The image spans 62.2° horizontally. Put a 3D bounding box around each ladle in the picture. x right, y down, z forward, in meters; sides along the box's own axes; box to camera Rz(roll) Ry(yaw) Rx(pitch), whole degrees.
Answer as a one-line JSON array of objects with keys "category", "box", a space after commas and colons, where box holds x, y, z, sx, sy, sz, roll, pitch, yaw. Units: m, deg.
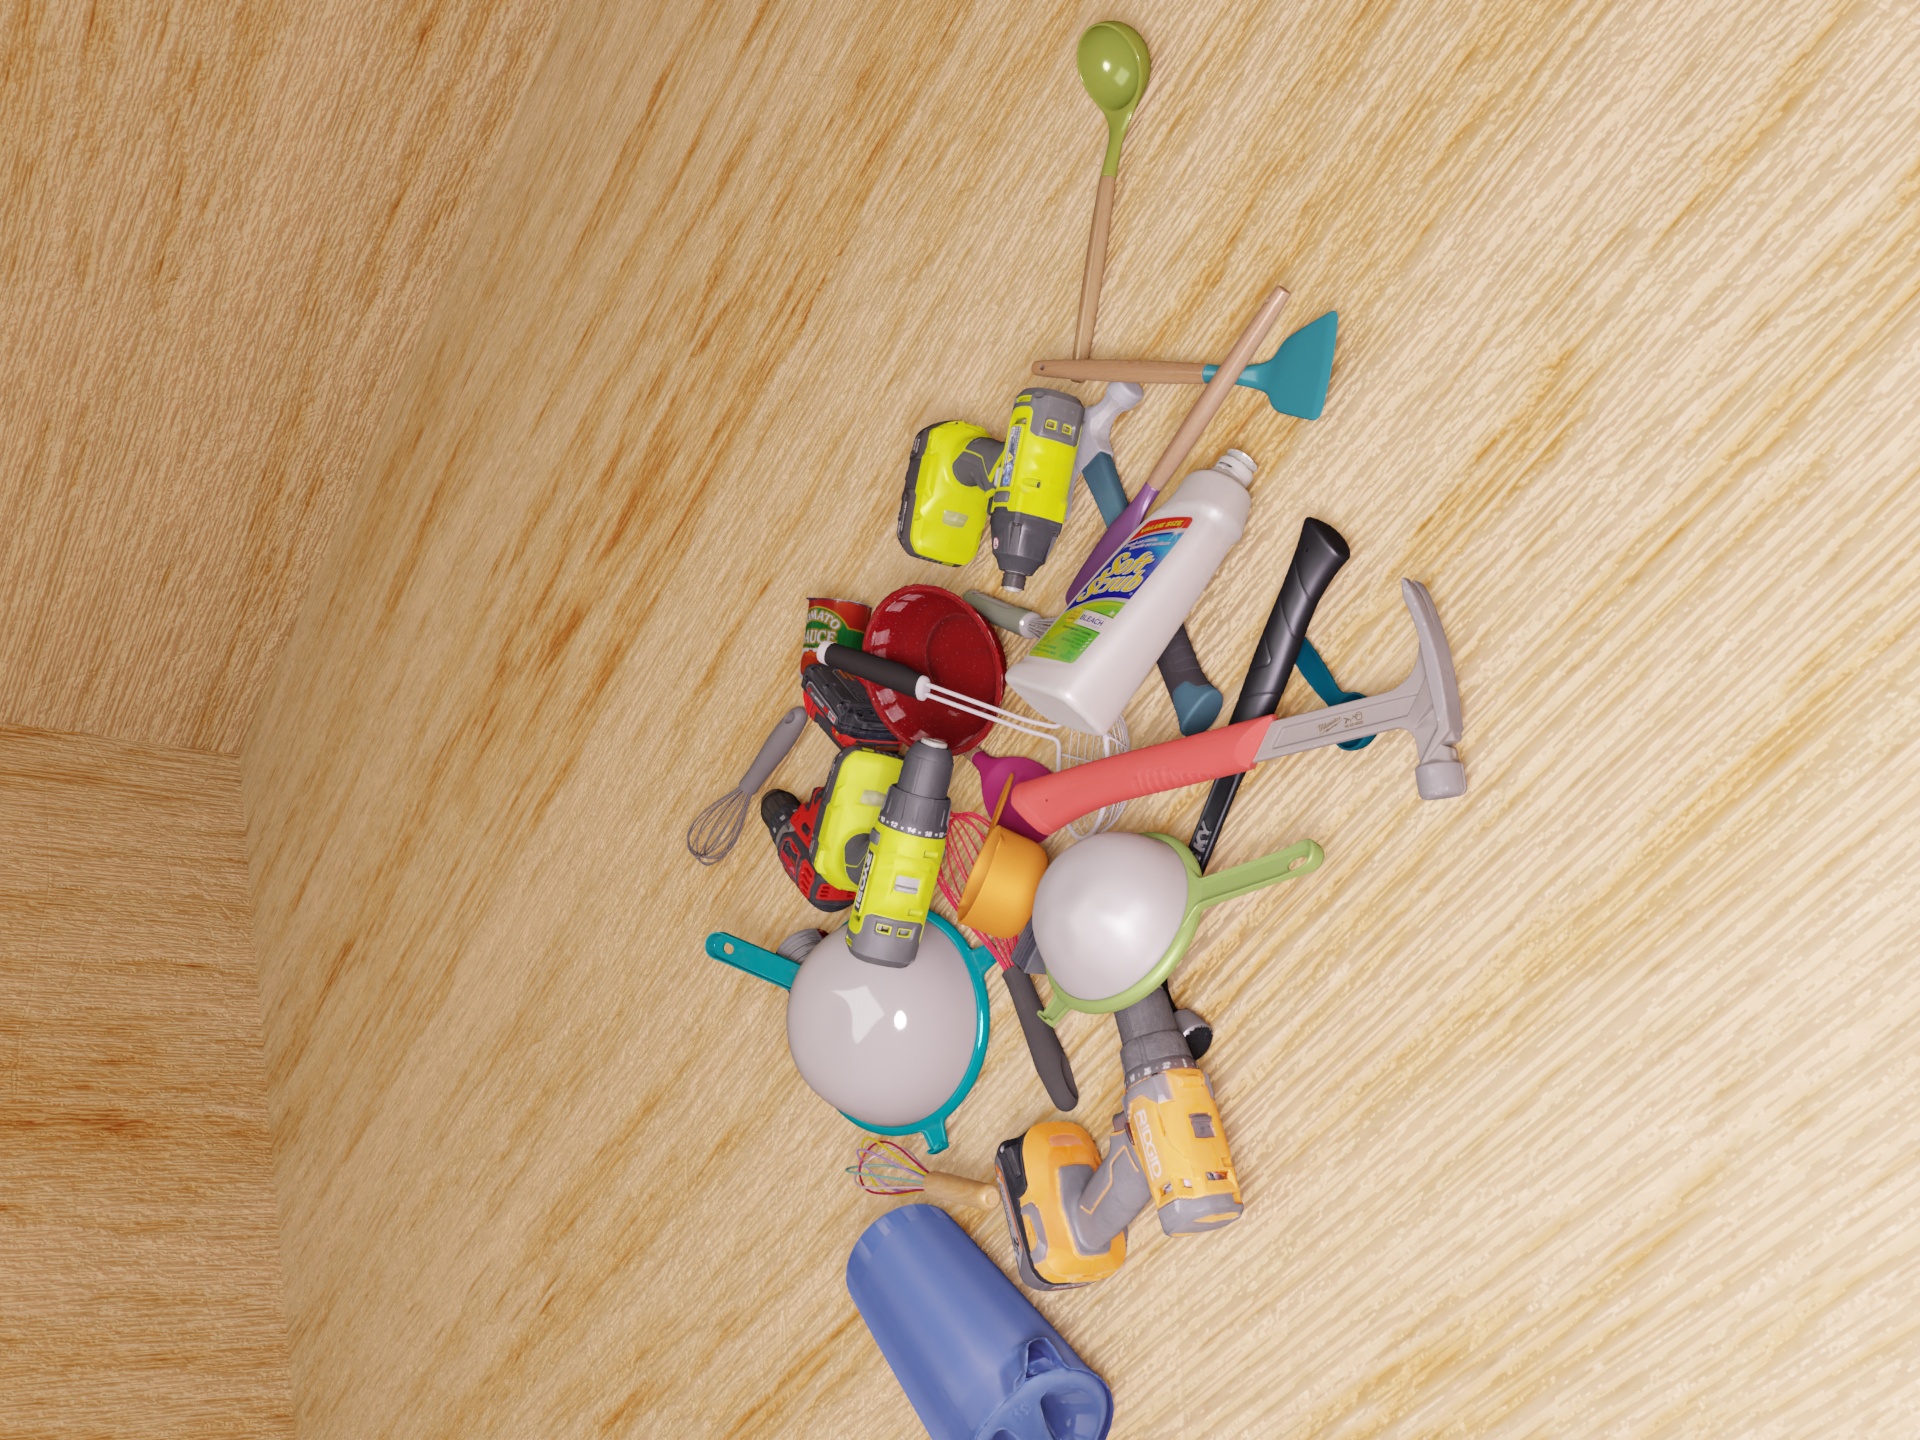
[{"category": "ladle", "box": [0.120, -0.467, 1.435, 0.078, 0.062, 0.320, 9, 91, 53]}]

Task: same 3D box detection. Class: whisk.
[{"category": "whisk", "box": [-0.236, 0.072, 1.766, 0.239, 0.055, 0.055, -52, 44, 24]}, {"category": "whisk", "box": [0.067, -0.083, 1.410, 0.246, 0.057, 0.059, 28, 109, 56]}, {"category": "whisk", "box": [0.040, 0.198, 1.364, 0.073, 0.073, 0.296, -46, 53, 35]}, {"category": "whisk", "box": [-0.035, 0.390, 1.360, 0.245, 0.051, 0.047, -16, 62, 61]}]

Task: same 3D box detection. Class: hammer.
[{"category": "hammer", "box": [0.148, -0.132, 1.328, 0.128, 0.033, 0.331, -44, 49, 36]}, {"category": "hammer", "box": [0.186, 0.015, 1.157, 0.359, 0.036, 0.149, -16, 75, 37]}, {"category": "hammer", "box": [0.200, 0.044, 1.202, 0.149, 0.036, 0.409, 37, 112, 51]}]

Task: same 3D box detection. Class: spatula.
[{"category": "spatula", "box": [0.175, -0.289, 1.301, 0.318, 0.044, 0.082, 13, 95, 42]}, {"category": "spatula", "box": [0.169, -0.208, 1.272, 0.315, 0.018, 0.060, -57, 26, 27]}]

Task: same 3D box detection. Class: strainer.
[{"category": "strainer", "box": [0.139, 0.120, 1.150, 0.256, 0.069, 0.152, -26, 40, 40]}, {"category": "strainer", "box": [-0.135, 0.253, 1.465, 0.340, 0.095, 0.211, 15, 90, 35]}]

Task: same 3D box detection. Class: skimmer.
[{"category": "skimmer", "box": [-0.002, -0.004, 1.373, 0.363, 0.090, 0.127, 21, 117, 32]}]

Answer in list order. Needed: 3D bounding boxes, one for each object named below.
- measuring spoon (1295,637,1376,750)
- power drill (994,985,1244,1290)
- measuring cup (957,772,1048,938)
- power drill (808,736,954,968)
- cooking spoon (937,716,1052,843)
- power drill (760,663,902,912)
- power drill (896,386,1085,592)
[{"category": "measuring spoon", "box": [0.272, -0.025, 1.158, 0.042, 0.021, 0.129, -64, 30, 31]}, {"category": "power drill", "box": [0.112, 0.314, 1.195, 0.226, 0.084, 0.186, -50, 45, 45]}, {"category": "measuring cup", "box": [0.046, 0.110, 1.348, 0.174, 0.052, 0.095, -71, 7, -49]}, {"category": "power drill", "box": [-0.066, 0.095, 1.405, 0.229, 0.080, 0.190, -146, 70, -72]}, {"category": "cooking spoon", "box": [0.005, 0.023, 1.484, 0.069, 0.017, 0.319, -53, 41, 4]}, {"category": "power drill", "box": [-0.138, 0.056, 1.606, 0.188, 0.080, 0.226, 46, 125, 51]}, {"category": "power drill", "box": [0.025, -0.201, 1.432, 0.223, 0.080, 0.171, 12, 90, 65]}]
